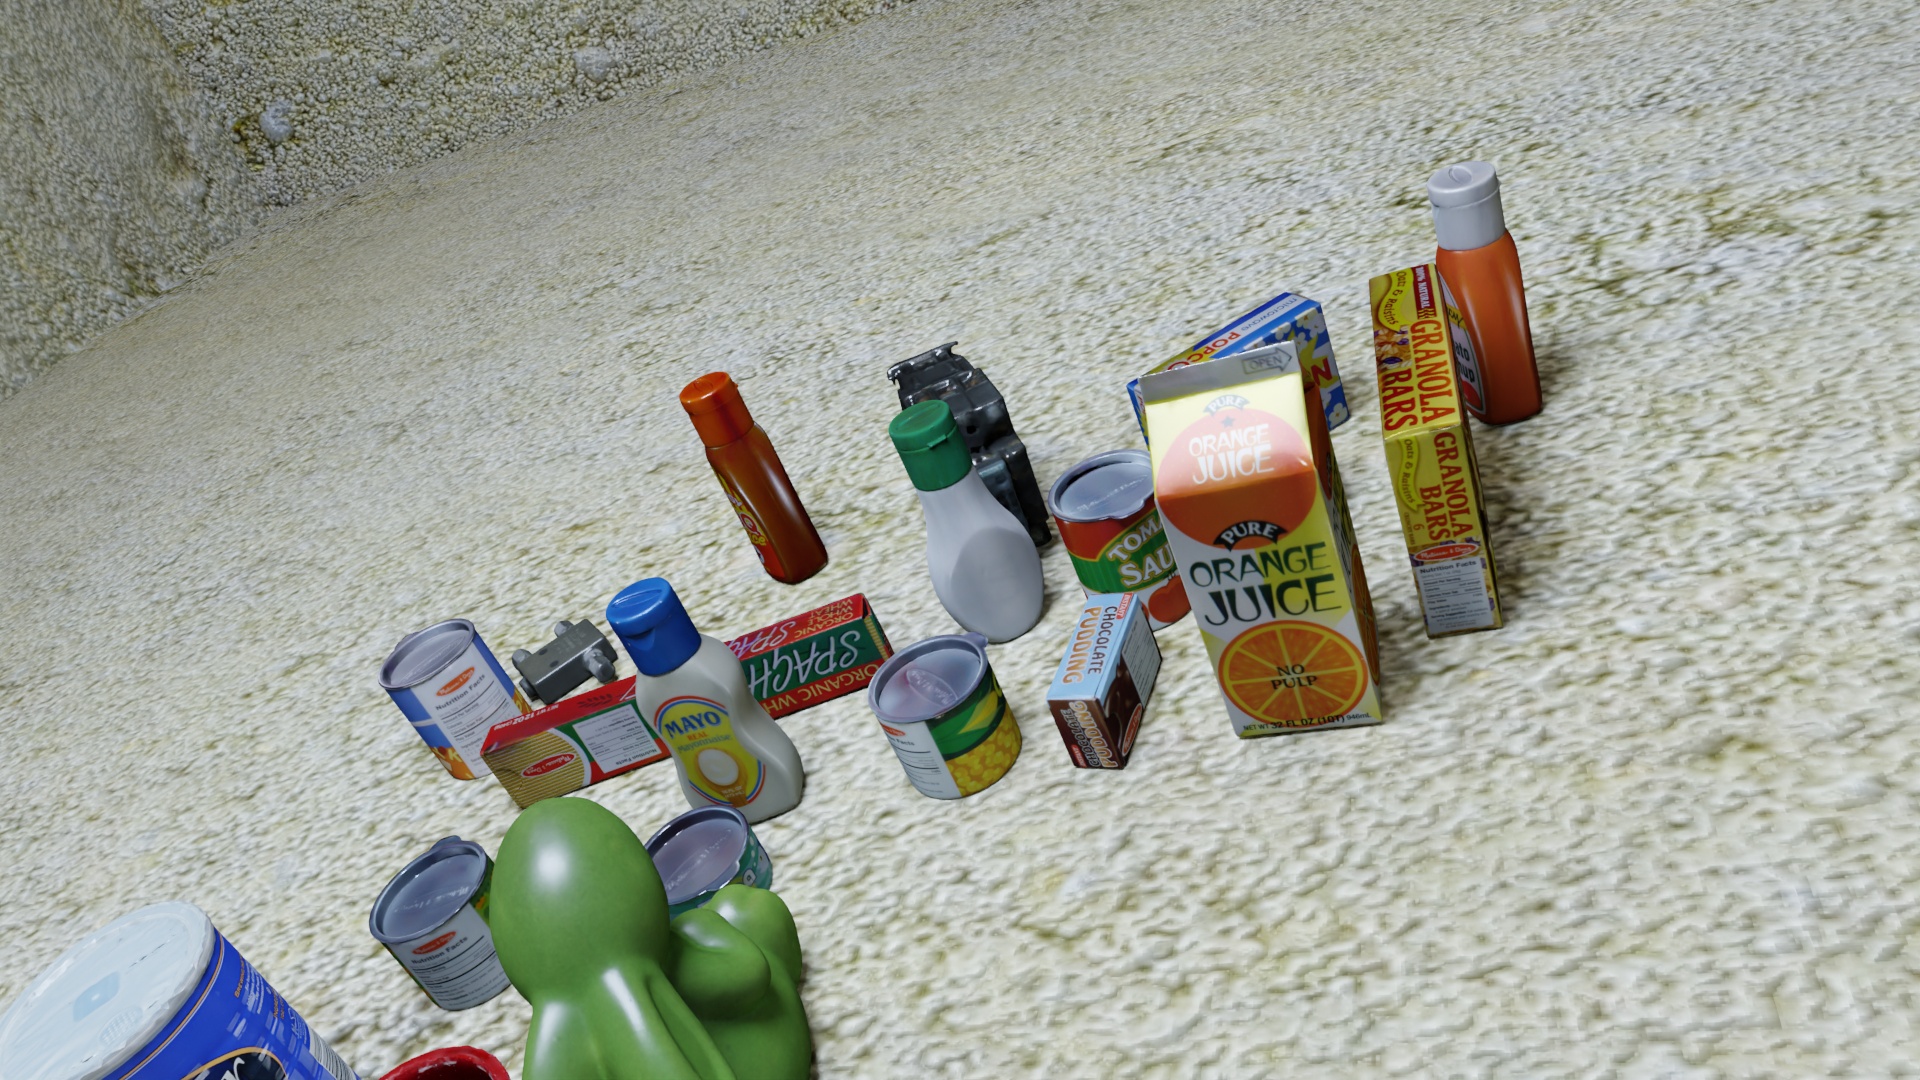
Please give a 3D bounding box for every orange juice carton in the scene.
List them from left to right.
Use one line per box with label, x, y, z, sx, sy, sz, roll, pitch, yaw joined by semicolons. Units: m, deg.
orange juice carton;0.142;-0.003;0.647;0.072;0.192;0.073;-10;33;22

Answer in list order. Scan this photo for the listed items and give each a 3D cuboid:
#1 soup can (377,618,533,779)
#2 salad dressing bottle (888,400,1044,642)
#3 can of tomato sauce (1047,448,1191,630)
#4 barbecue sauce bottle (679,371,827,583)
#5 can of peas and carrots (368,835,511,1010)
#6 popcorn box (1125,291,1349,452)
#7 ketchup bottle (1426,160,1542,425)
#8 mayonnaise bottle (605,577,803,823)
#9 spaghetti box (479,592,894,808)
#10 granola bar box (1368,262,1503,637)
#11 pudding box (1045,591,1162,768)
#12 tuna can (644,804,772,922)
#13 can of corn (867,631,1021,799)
soup can;-0.325;0.102;0.899;0.071;0.083;0.072;-17;32;11
salad dressing bottle;0.003;-0.010;0.792;0.064;0.147;0.044;-30;31;-11
can of tomato sauce;0.094;0.002;0.777;0.071;0.082;0.071;-17;32;11
barbecue sauce bottle;-0.140;-0.043;0.936;0.044;0.148;0.065;-33;32;-15
can of peas and carrots;-0.265;0.201;0.733;0.071;0.058;0.071;-17;32;11
popcorn box;0.173;-0.086;0.857;0.127;0.085;0.038;-31;32;-12
ketchup bottle;0.300;-0.143;0.798;0.043;0.148;0.065;-18;31;10
mayonnaise bottle;-0.138;0.087;0.737;0.065;0.147;0.041;-16;32;12
spaghetti box;-0.161;0.097;0.832;0.250;0.050;0.029;-20;31;5
granola bar box;0.244;-0.050;0.718;0.039;0.123;0.166;-11;33;21
pudding box;0.075;0.071;0.716;0.030;0.049;0.084;-5;36;28
tuna can;-0.131;0.172;0.714;0.071;0.032;0.071;-17;32;11
can of corn;-0.006;0.091;0.730;0.071;0.058;0.071;-17;32;11
